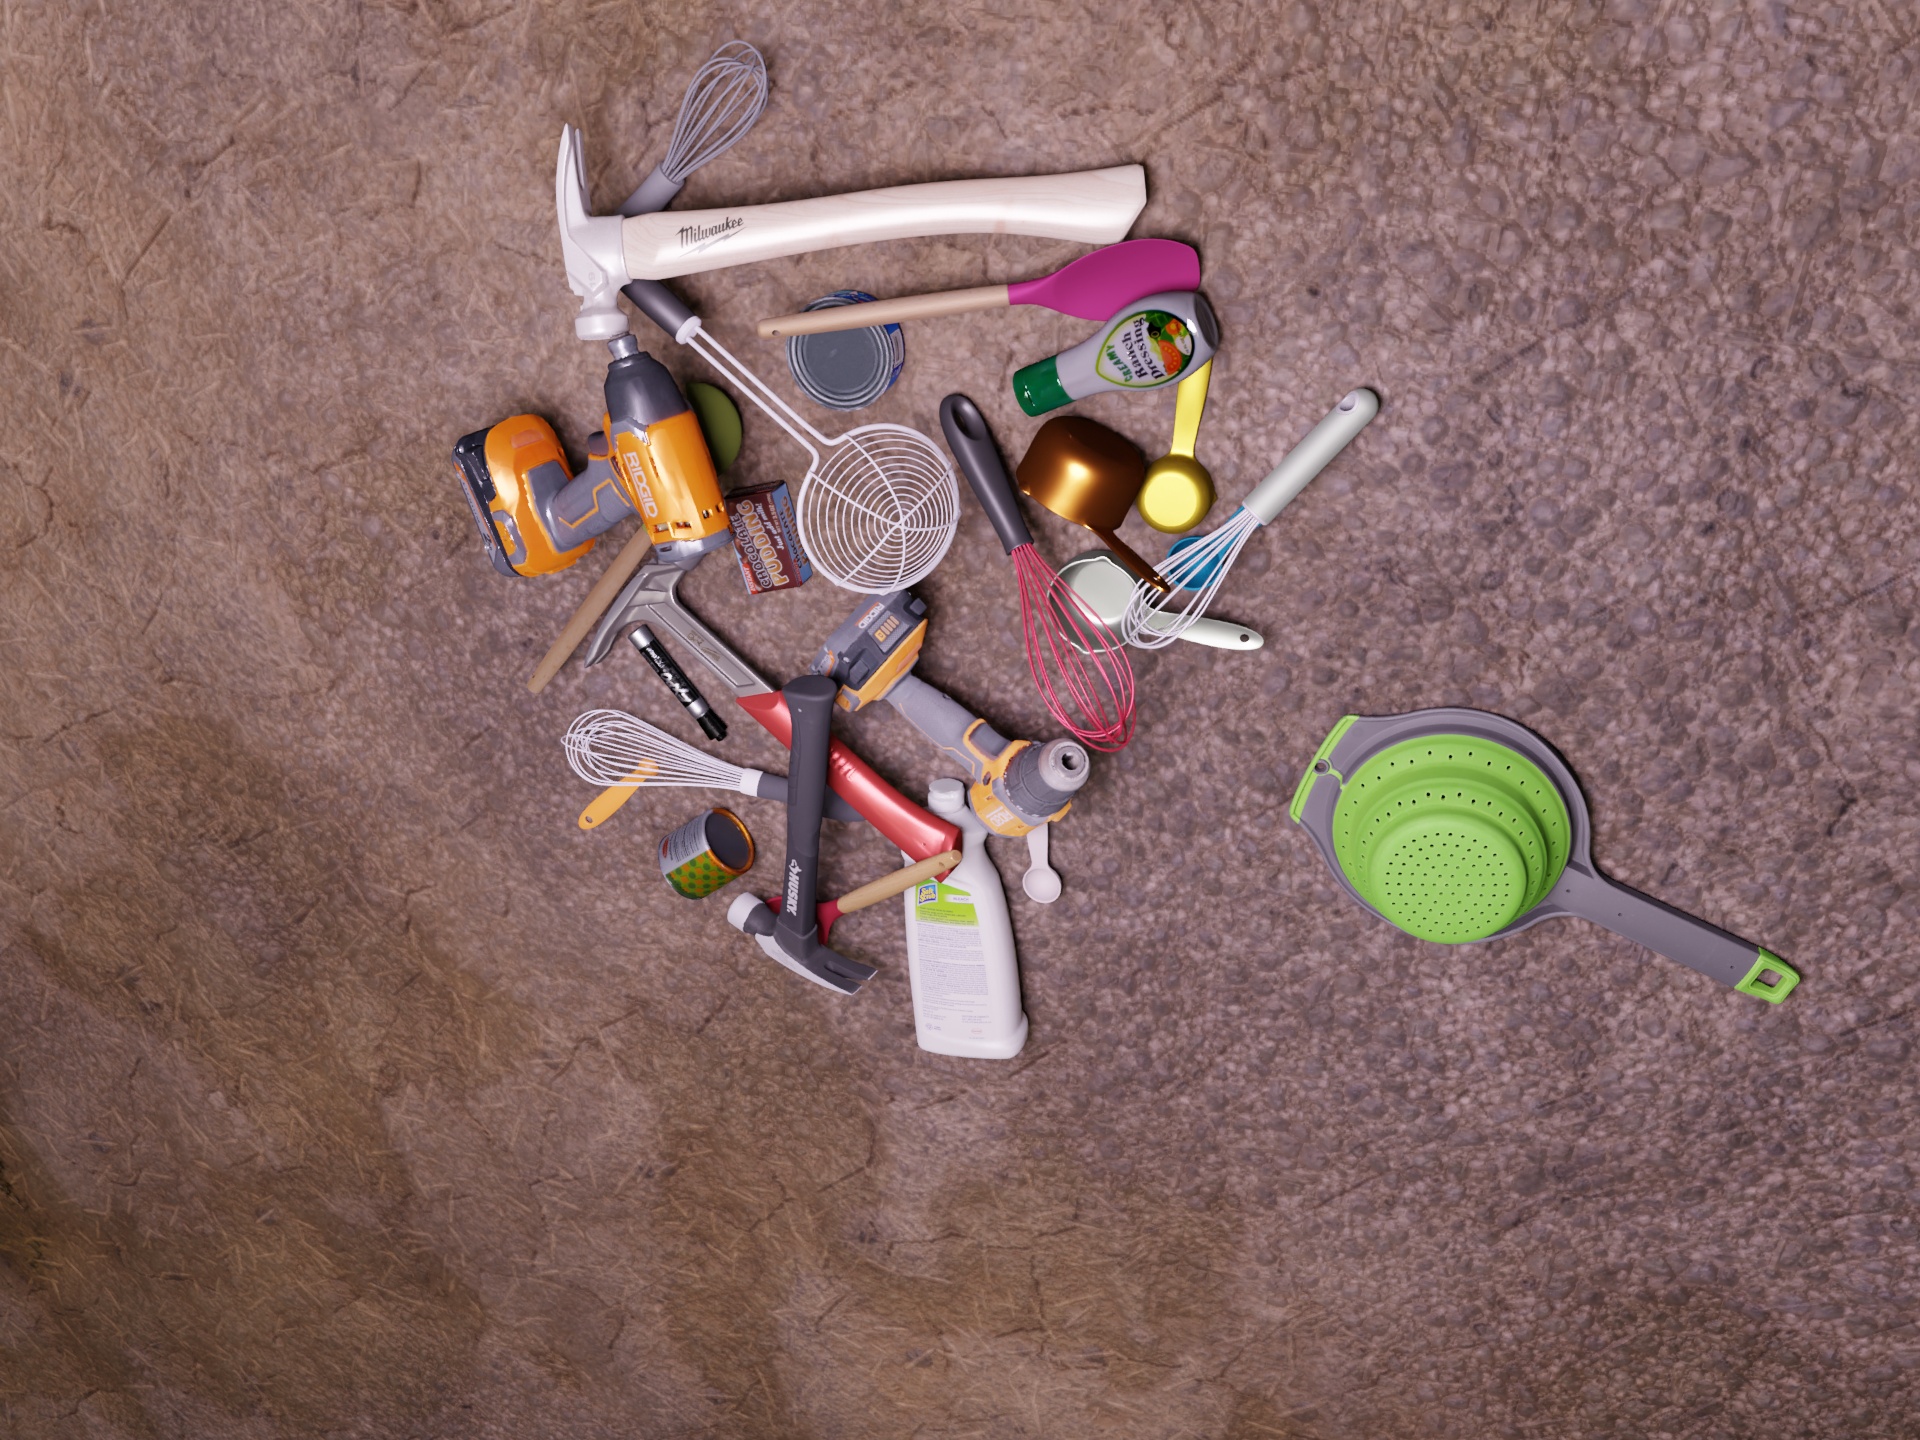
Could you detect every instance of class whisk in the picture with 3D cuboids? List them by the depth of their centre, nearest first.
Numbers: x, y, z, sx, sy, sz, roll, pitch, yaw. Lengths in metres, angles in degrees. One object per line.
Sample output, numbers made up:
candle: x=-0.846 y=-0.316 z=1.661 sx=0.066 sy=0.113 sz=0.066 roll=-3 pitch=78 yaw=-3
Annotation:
whisk: x=0.207 y=-0.143 z=1.143 sx=0.059 sy=0.058 sz=0.246 roll=30 pitch=111 yaw=-38
whisk: x=-0.216 y=-0.404 z=1.170 sx=0.055 sy=0.055 sz=0.239 roll=47 pitch=125 yaw=-8
whisk: x=0.053 y=-0.111 z=1.184 sx=0.073 sy=0.073 sz=0.296 roll=-28 pitch=84 yaw=28
whisk: x=-0.213 y=0.046 z=1.393 sx=0.284 sy=0.070 sz=0.070 roll=13 pitch=119 yaw=6

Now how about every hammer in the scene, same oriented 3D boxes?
hammer: x=-0.078 y=-0.359 z=1.108 sx=0.410 sy=0.038 sz=0.146 roll=-4 pitch=101 yaw=6
hammer: x=-0.124 y=0.094 z=1.297 sx=0.146 sy=0.035 sz=0.334 roll=31 pitch=137 yaw=21
hammer: x=-0.145 y=0.011 z=1.319 sx=0.359 sy=0.037 sz=0.149 roll=42 pitch=110 yaw=4

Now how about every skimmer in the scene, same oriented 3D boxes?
skimmer: x=-0.154 y=-0.242 z=1.190 sx=0.363 sy=0.090 sz=0.127 roll=43 pitch=89 yaw=8

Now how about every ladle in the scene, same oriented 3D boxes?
ladle: x=-0.277 y=-0.140 z=1.289 sx=0.062 sy=0.078 sz=0.320 roll=26 pitch=119 yaw=-32
ladle: x=-0.088 y=0.152 z=1.358 sx=0.069 sy=0.031 sz=0.315 roll=49 pitch=143 yaw=-9

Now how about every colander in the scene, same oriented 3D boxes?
colander: x=0.442 y=0.135 z=1.196 sx=0.397 sy=0.094 sz=0.204 roll=25 pitch=121 yaw=5

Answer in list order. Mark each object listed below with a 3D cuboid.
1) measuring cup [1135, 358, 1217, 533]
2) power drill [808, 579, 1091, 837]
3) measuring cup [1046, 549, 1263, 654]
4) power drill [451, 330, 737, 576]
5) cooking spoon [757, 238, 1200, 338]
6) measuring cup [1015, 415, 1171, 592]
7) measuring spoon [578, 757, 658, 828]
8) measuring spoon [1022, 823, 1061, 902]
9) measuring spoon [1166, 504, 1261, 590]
measuring cup: x=0.162 y=-0.209 z=1.152 sx=0.062 sy=0.029 sz=0.156 roll=12 pitch=118 yaw=12
power drill: x=-0.002 y=-0.004 z=1.232 sx=0.226 sy=0.084 sz=0.185 roll=43 pitch=161 yaw=-2
measuring cup: x=0.150 y=-0.084 z=1.216 sx=0.167 sy=0.038 sz=0.083 roll=13 pitch=119 yaw=9
power drill: x=-0.278 y=-0.193 z=1.189 sx=0.226 sy=0.084 sz=0.164 roll=-3 pitch=112 yaw=39
cooking spoon: x=0.009 y=-0.300 z=1.130 sx=0.319 sy=0.017 sz=0.068 roll=-6 pitch=146 yaw=10
measuring cup: x=0.109 y=-0.157 z=1.128 sx=0.174 sy=0.095 sz=0.052 roll=53 pitch=127 yaw=40
measuring spoon: x=-0.317 y=0.070 z=1.459 sx=0.117 sy=0.011 sz=0.021 roll=-37 pitch=100 yaw=30
measuring spoon: x=0.068 y=0.096 z=1.349 sx=0.034 sy=0.018 sz=0.124 roll=2 pitch=110 yaw=23
measuring spoon: x=0.206 y=-0.147 z=1.181 sx=0.128 sy=0.021 sz=0.042 roll=-41 pitch=102 yaw=21
